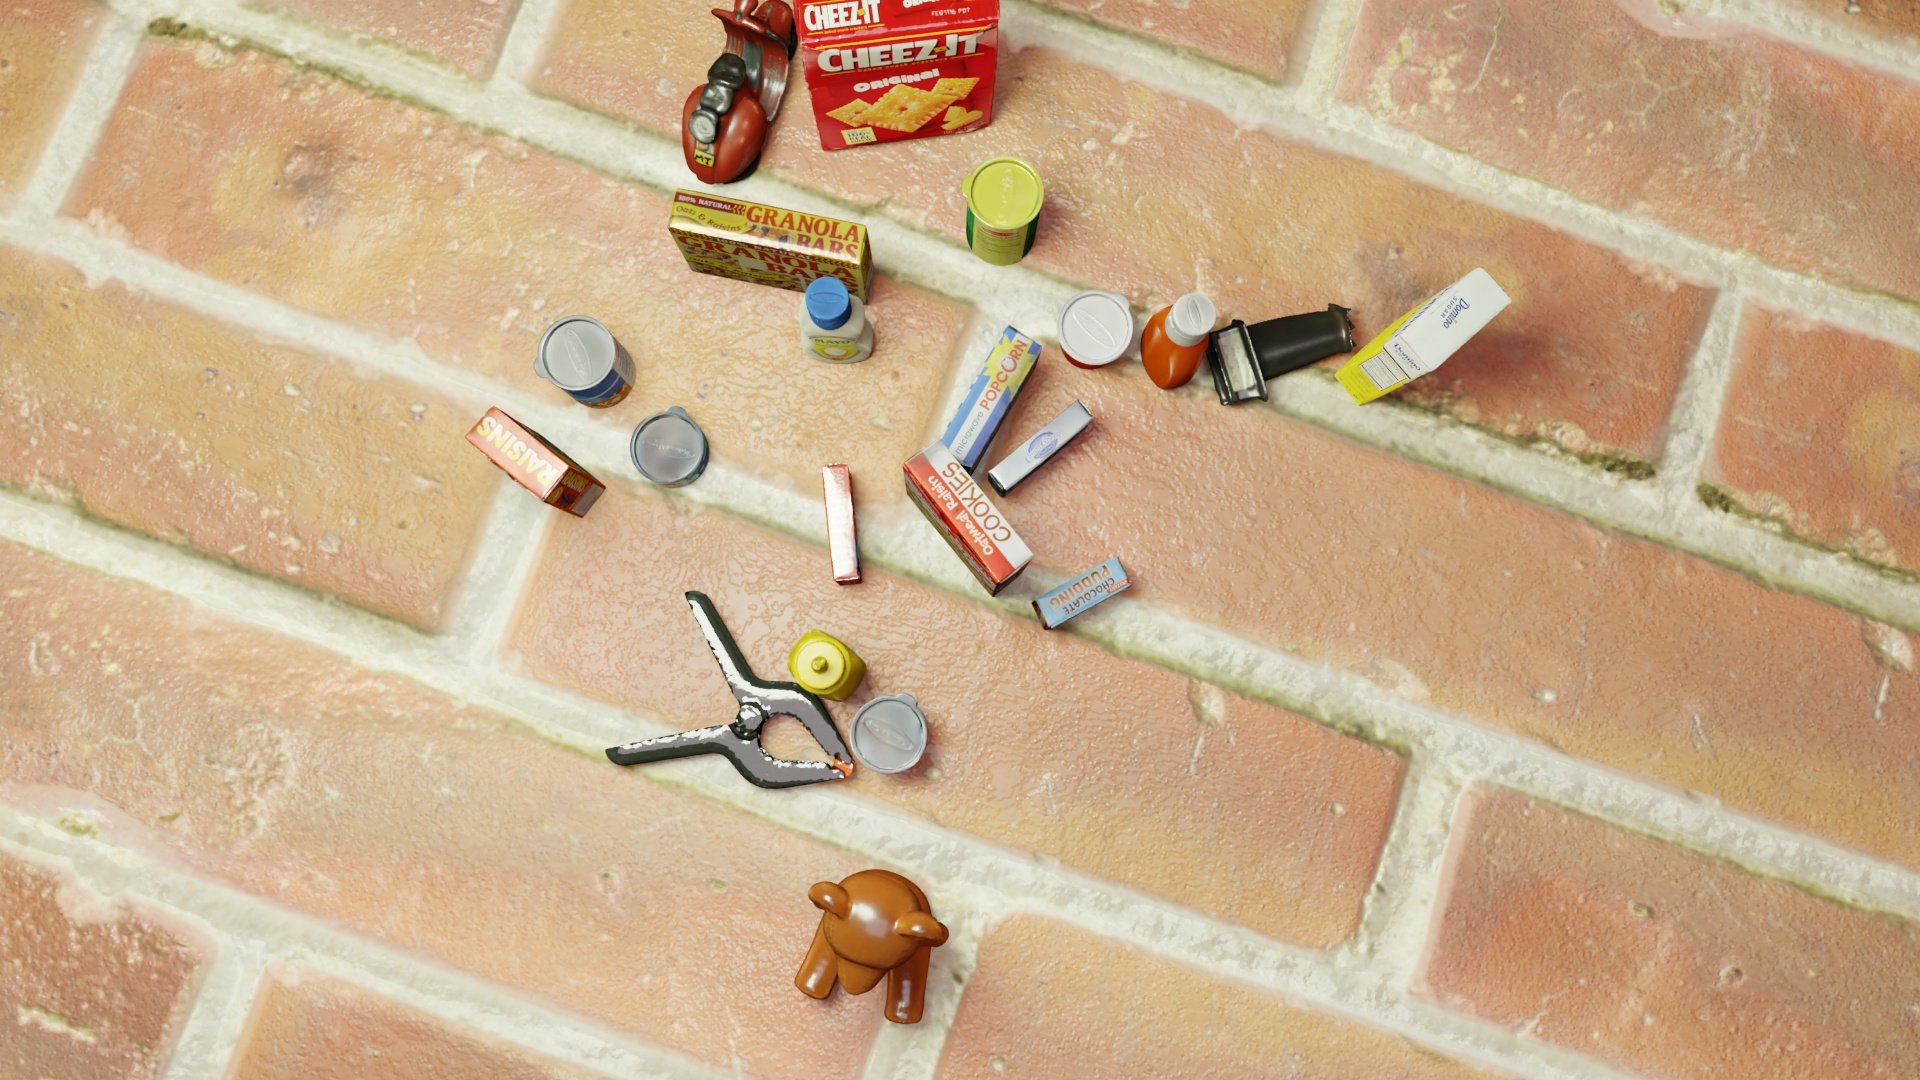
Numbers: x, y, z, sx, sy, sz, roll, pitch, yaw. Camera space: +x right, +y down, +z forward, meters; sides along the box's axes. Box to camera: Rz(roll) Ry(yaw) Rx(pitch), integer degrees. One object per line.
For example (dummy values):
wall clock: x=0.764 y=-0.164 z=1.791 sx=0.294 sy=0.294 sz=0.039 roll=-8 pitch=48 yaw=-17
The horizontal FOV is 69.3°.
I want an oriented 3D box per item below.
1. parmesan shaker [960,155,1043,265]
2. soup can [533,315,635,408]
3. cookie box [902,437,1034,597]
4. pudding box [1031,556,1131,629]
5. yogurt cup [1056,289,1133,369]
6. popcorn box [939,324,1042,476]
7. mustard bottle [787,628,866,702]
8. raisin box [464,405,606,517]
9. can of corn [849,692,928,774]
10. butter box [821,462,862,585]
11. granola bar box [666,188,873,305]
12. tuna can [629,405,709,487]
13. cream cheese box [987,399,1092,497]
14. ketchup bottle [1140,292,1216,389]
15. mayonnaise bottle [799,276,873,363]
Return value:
parmesan shaker: x=0.035 y=-0.293 z=1.237 sx=0.071 sy=0.103 sz=0.071 roll=0 pitch=84 yaw=-1
soup can: x=-0.330 y=-0.155 z=1.223 sx=0.071 sy=0.083 sz=0.071 roll=0 pitch=84 yaw=-1
cookie box: x=0.004 y=-0.015 z=1.171 sx=0.040 sy=0.167 sz=0.123 roll=-39 pitch=86 yaw=-5
pudding box: x=0.106 y=0.047 z=1.224 sx=0.084 sy=0.049 sz=0.030 roll=-28 pitch=85 yaw=-4
yogurt cup: x=0.118 y=-0.186 z=1.250 sx=0.072 sy=0.054 sz=0.072 roll=0 pitch=83 yaw=-1
popcorn box: x=0.023 y=-0.119 z=1.225 sx=0.038 sy=0.085 sz=0.127 roll=30 pitch=84 yaw=2
mustard bottle: x=-0.115 y=0.104 z=1.158 sx=0.065 sy=0.160 sz=0.049 roll=34 pitch=84 yaw=3
raisin box: x=-0.362 y=-0.065 z=1.192 sx=0.086 sy=0.123 sz=0.040 roll=39 pitch=85 yaw=3
can of corn: x=-0.060 y=0.165 z=1.203 sx=0.071 sy=0.058 sz=0.071 roll=0 pitch=83 yaw=-1
butter box: x=-0.104 y=-0.014 z=1.226 sx=0.024 sy=0.053 sz=0.103 roll=-6 pitch=83 yaw=-2
granola bar box: x=-0.162 y=-0.256 z=1.218 sx=0.166 sy=0.124 sz=0.039 roll=11 pitch=84 yaw=0
tuna can: x=-0.258 y=-0.083 z=1.241 sx=0.071 sy=0.033 sz=0.071 roll=0 pitch=83 yaw=-1
cream cheese box: x=0.070 y=-0.081 z=1.237 sx=0.104 sy=0.053 sz=0.024 roll=-39 pitch=86 yaw=-5
ketchup bottle: x=0.189 y=-0.176 z=1.203 sx=0.043 sy=0.148 sz=0.065 roll=-15 pitch=84 yaw=-3
mayonnaise bottle: x=-0.110 y=-0.189 z=1.199 sx=0.065 sy=0.148 sz=0.041 roll=3 pitch=84 yaw=-1
